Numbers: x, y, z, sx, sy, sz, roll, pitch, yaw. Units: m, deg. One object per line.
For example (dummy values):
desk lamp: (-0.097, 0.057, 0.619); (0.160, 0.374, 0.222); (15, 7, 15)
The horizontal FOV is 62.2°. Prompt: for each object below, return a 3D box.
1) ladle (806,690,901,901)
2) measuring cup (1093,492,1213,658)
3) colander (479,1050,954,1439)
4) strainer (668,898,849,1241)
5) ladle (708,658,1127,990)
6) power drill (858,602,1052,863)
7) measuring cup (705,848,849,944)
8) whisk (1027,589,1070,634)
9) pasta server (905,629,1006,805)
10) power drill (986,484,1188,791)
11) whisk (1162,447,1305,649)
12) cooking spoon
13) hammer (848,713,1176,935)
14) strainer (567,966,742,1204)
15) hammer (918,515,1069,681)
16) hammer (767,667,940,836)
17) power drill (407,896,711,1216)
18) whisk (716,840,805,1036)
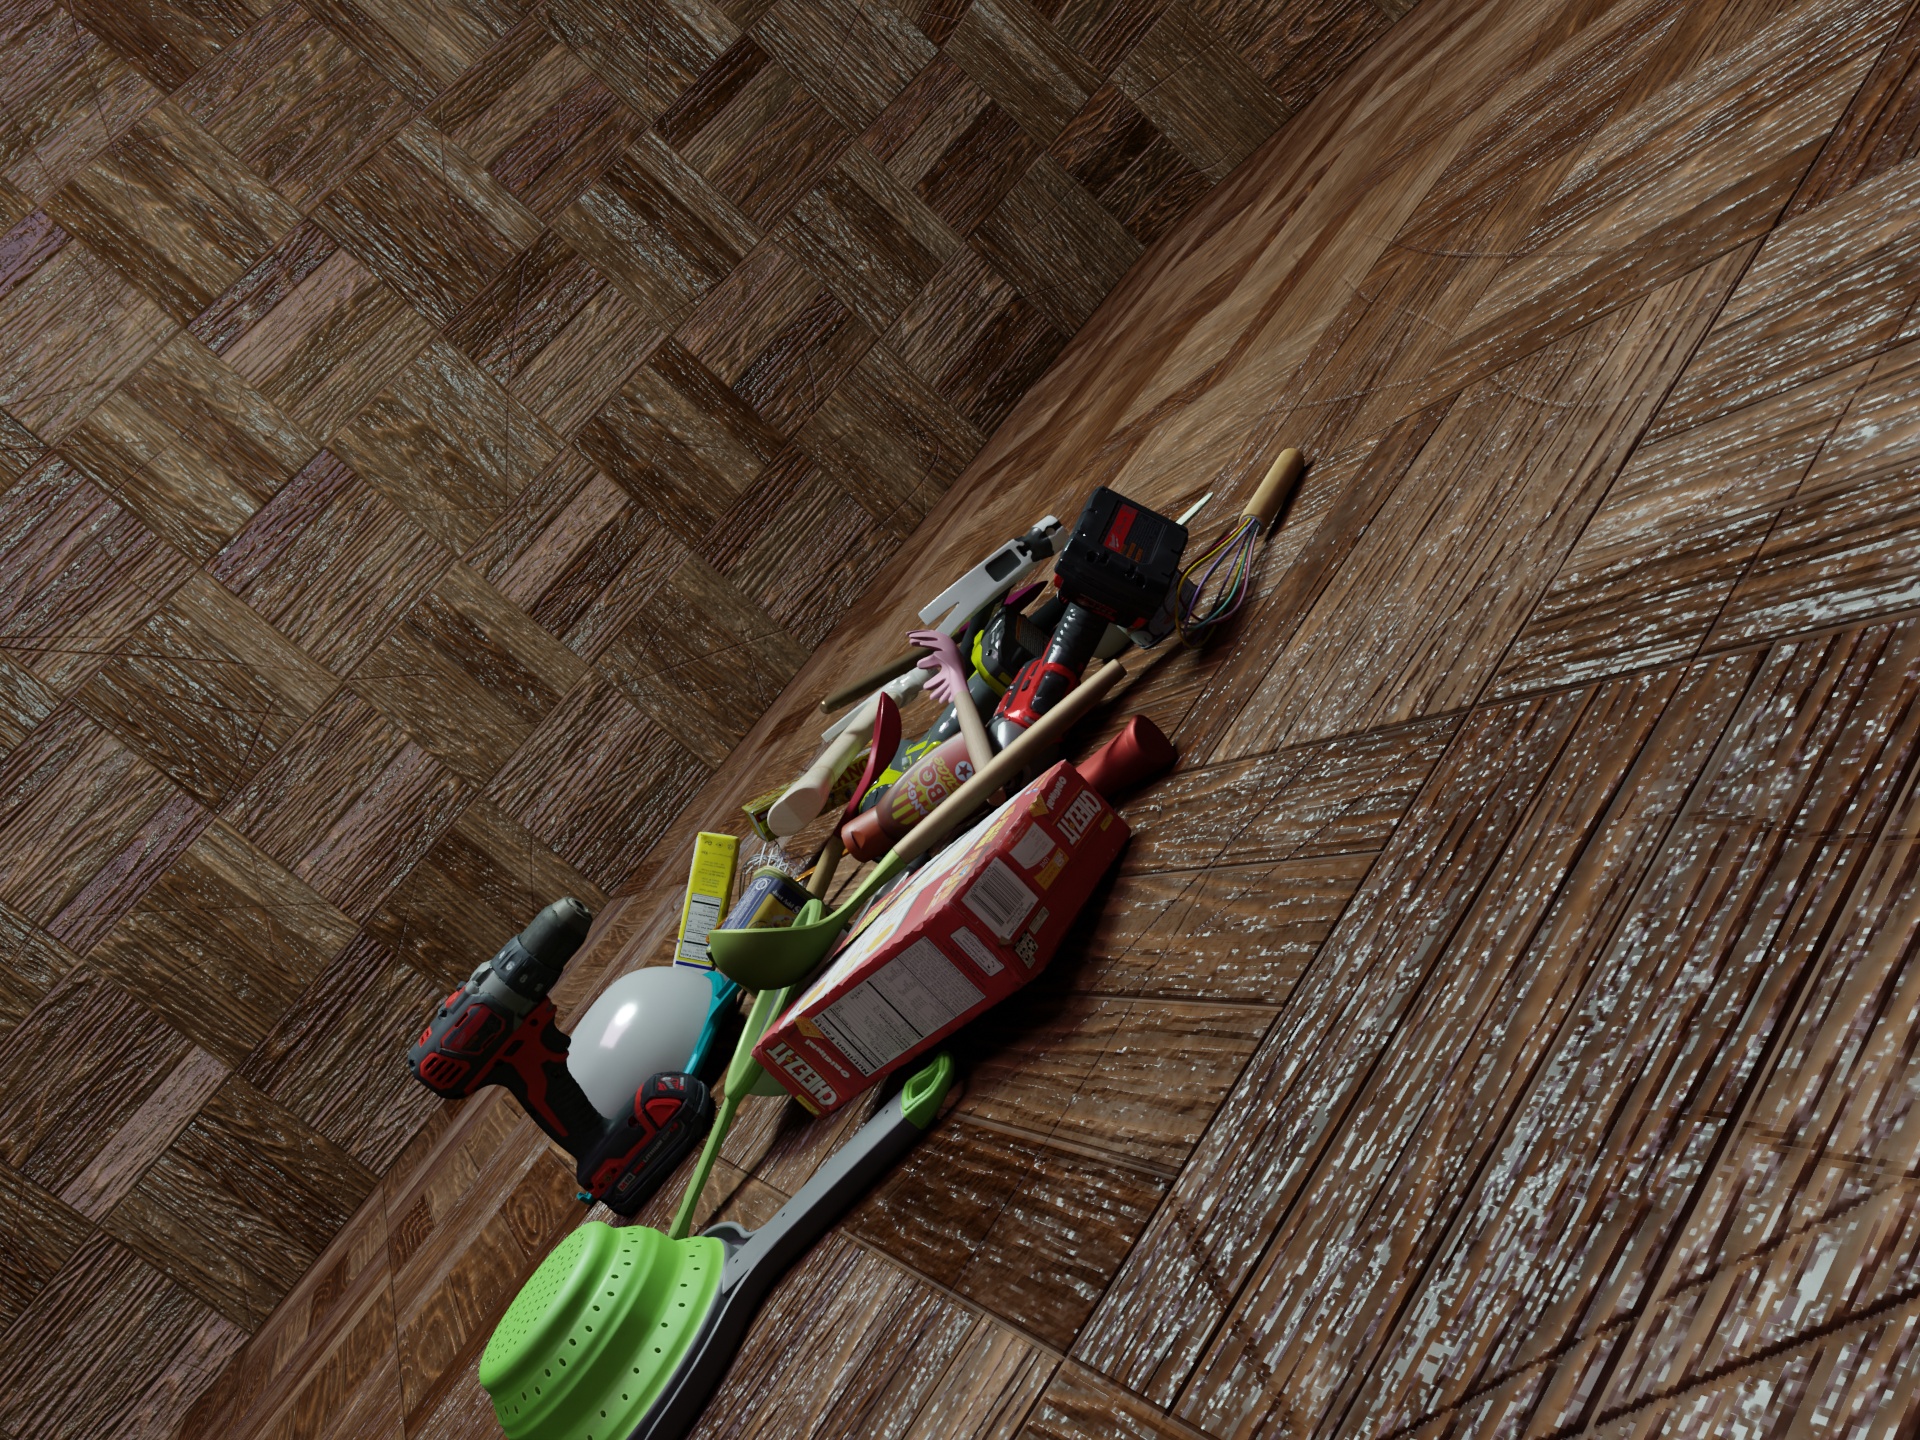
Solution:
ladle: (-0.114, 0.122, 1.359); (0.069, 0.031, 0.315); (-103, 36, -74)
measuring cup: (0.159, -0.117, 1.312); (0.167, 0.038, 0.083); (-45, 11, 8)
colander: (-0.163, 0.312, 0.932); (0.397, 0.094, 0.205); (-47, 11, 12)
strainer: (-0.126, 0.255, 1.117); (0.151, 0.069, 0.256); (178, 115, -81)
ladle: (-0.026, 0.060, 1.015); (0.320, 0.062, 0.078); (-41, -10, -1)
power drill: (-0.007, 0.019, 1.394); (0.228, 0.080, 0.191); (-48, 10, 17)
measuring cup: (-0.157, 0.182, 1.518); (0.173, 0.052, 0.095); (-32, 7, -8)
whisk: (0.109, -0.122, 1.488); (0.073, 0.073, 0.295); (-54, 5, -26)
pasta server: (-0.002, -0.004, 1.224); (0.040, 0.060, 0.316); (-18, 23, 0)
power drill: (0.081, -0.050, 1.174); (0.219, 0.078, 0.143); (-64, -1, 36)
whisk: (0.207, -0.135, 1.166); (0.051, 0.047, 0.245); (-39, 11, 48)
cooking spoon: (-0.021, -0.076, 1.596); (0.319, 0.017, 0.068); (-31, -13, -38)
hammer: (0.022, 0.093, 1.120); (0.359, 0.036, 0.149); (-38, 15, 48)
strainer: (-0.272, 0.264, 1.423); (0.340, 0.095, 0.211); (-49, 18, 30)
hammer: (0.015, -0.084, 1.531); (0.146, 0.035, 0.334); (-37, -9, -15)
hammer: (-0.117, 0.035, 1.505); (0.146, 0.038, 0.411); (-37, 6, 17)
power drill: (-0.309, 0.272, 1.301); (0.188, 0.226, 0.080); (-49, 11, 0)
whisk: (-0.214, 0.216, 1.597); (0.070, 0.070, 0.285); (-43, 16, 29)
